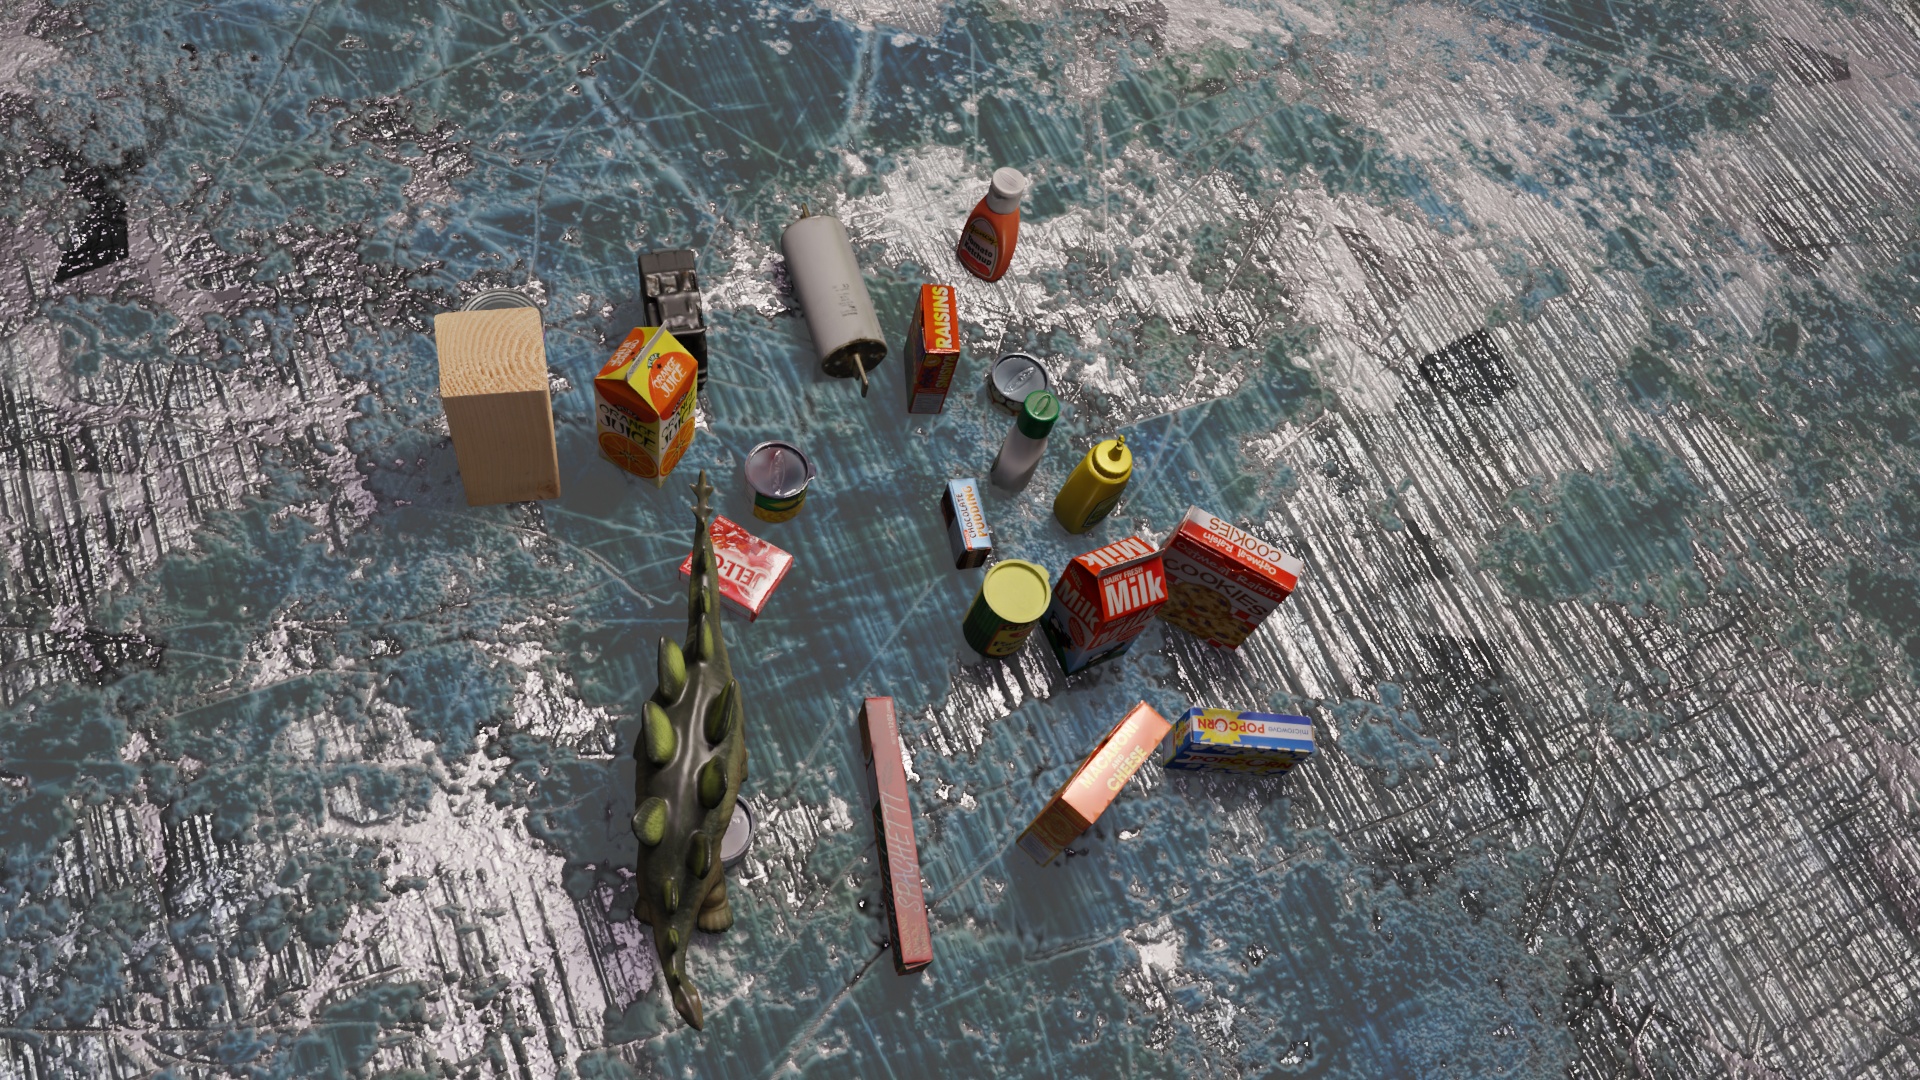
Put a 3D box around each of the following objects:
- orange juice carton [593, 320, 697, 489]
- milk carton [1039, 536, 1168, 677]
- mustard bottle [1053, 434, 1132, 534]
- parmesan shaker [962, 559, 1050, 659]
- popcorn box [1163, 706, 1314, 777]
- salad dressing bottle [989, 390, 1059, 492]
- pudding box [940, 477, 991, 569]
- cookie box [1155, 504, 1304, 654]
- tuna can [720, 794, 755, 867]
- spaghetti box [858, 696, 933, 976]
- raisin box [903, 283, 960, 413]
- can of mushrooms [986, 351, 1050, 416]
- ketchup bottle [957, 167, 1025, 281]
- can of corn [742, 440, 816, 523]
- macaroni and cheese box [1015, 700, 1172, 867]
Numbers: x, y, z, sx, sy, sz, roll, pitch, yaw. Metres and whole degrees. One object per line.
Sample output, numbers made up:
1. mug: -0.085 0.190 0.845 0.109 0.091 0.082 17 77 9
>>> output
1. orange juice carton: -0.304 -0.136 1.346 0.073 0.191 0.072 28 62 2
2. milk carton: 0.140 0.058 1.348 0.072 0.189 0.073 -18 69 -20
3. mustard bottle: 0.142 -0.062 1.426 0.065 0.159 0.049 -32 74 -24
4. parmesan shaker: 0.047 0.068 1.372 0.071 0.102 0.071 5 63 -10
5. popcorn box: 0.272 0.199 1.365 0.127 0.084 0.038 6 63 -9
6. salad dressing bottle: 0.068 -0.102 1.437 0.044 0.147 0.064 33 62 5
7. pudding box: 0.005 -0.018 1.436 0.030 0.049 0.084 -7 66 -16
8. cookie box: 0.252 0.043 1.393 0.123 0.166 0.040 27 62 2
9. tuna can: -0.220 0.259 1.256 0.071 0.032 0.071 5 63 -10
10. spaghetti box: -0.061 0.269 1.277 0.029 0.050 0.251 -4 65 -14
11. raisin box: -0.032 -0.203 1.479 0.040 0.122 0.086 2 64 -11
12. can of mushrooms: 0.065 -0.171 1.536 0.071 0.033 0.071 5 63 -10
13. ketchup bottle: 0.039 -0.357 1.558 0.065 0.148 0.044 41 63 9
14. can of corn: -0.185 -0.059 1.410 0.071 0.058 0.071 5 63 -10
15. macaroni and cheese box: 0.119 0.225 1.272 0.040 0.165 0.124 41 63 9
